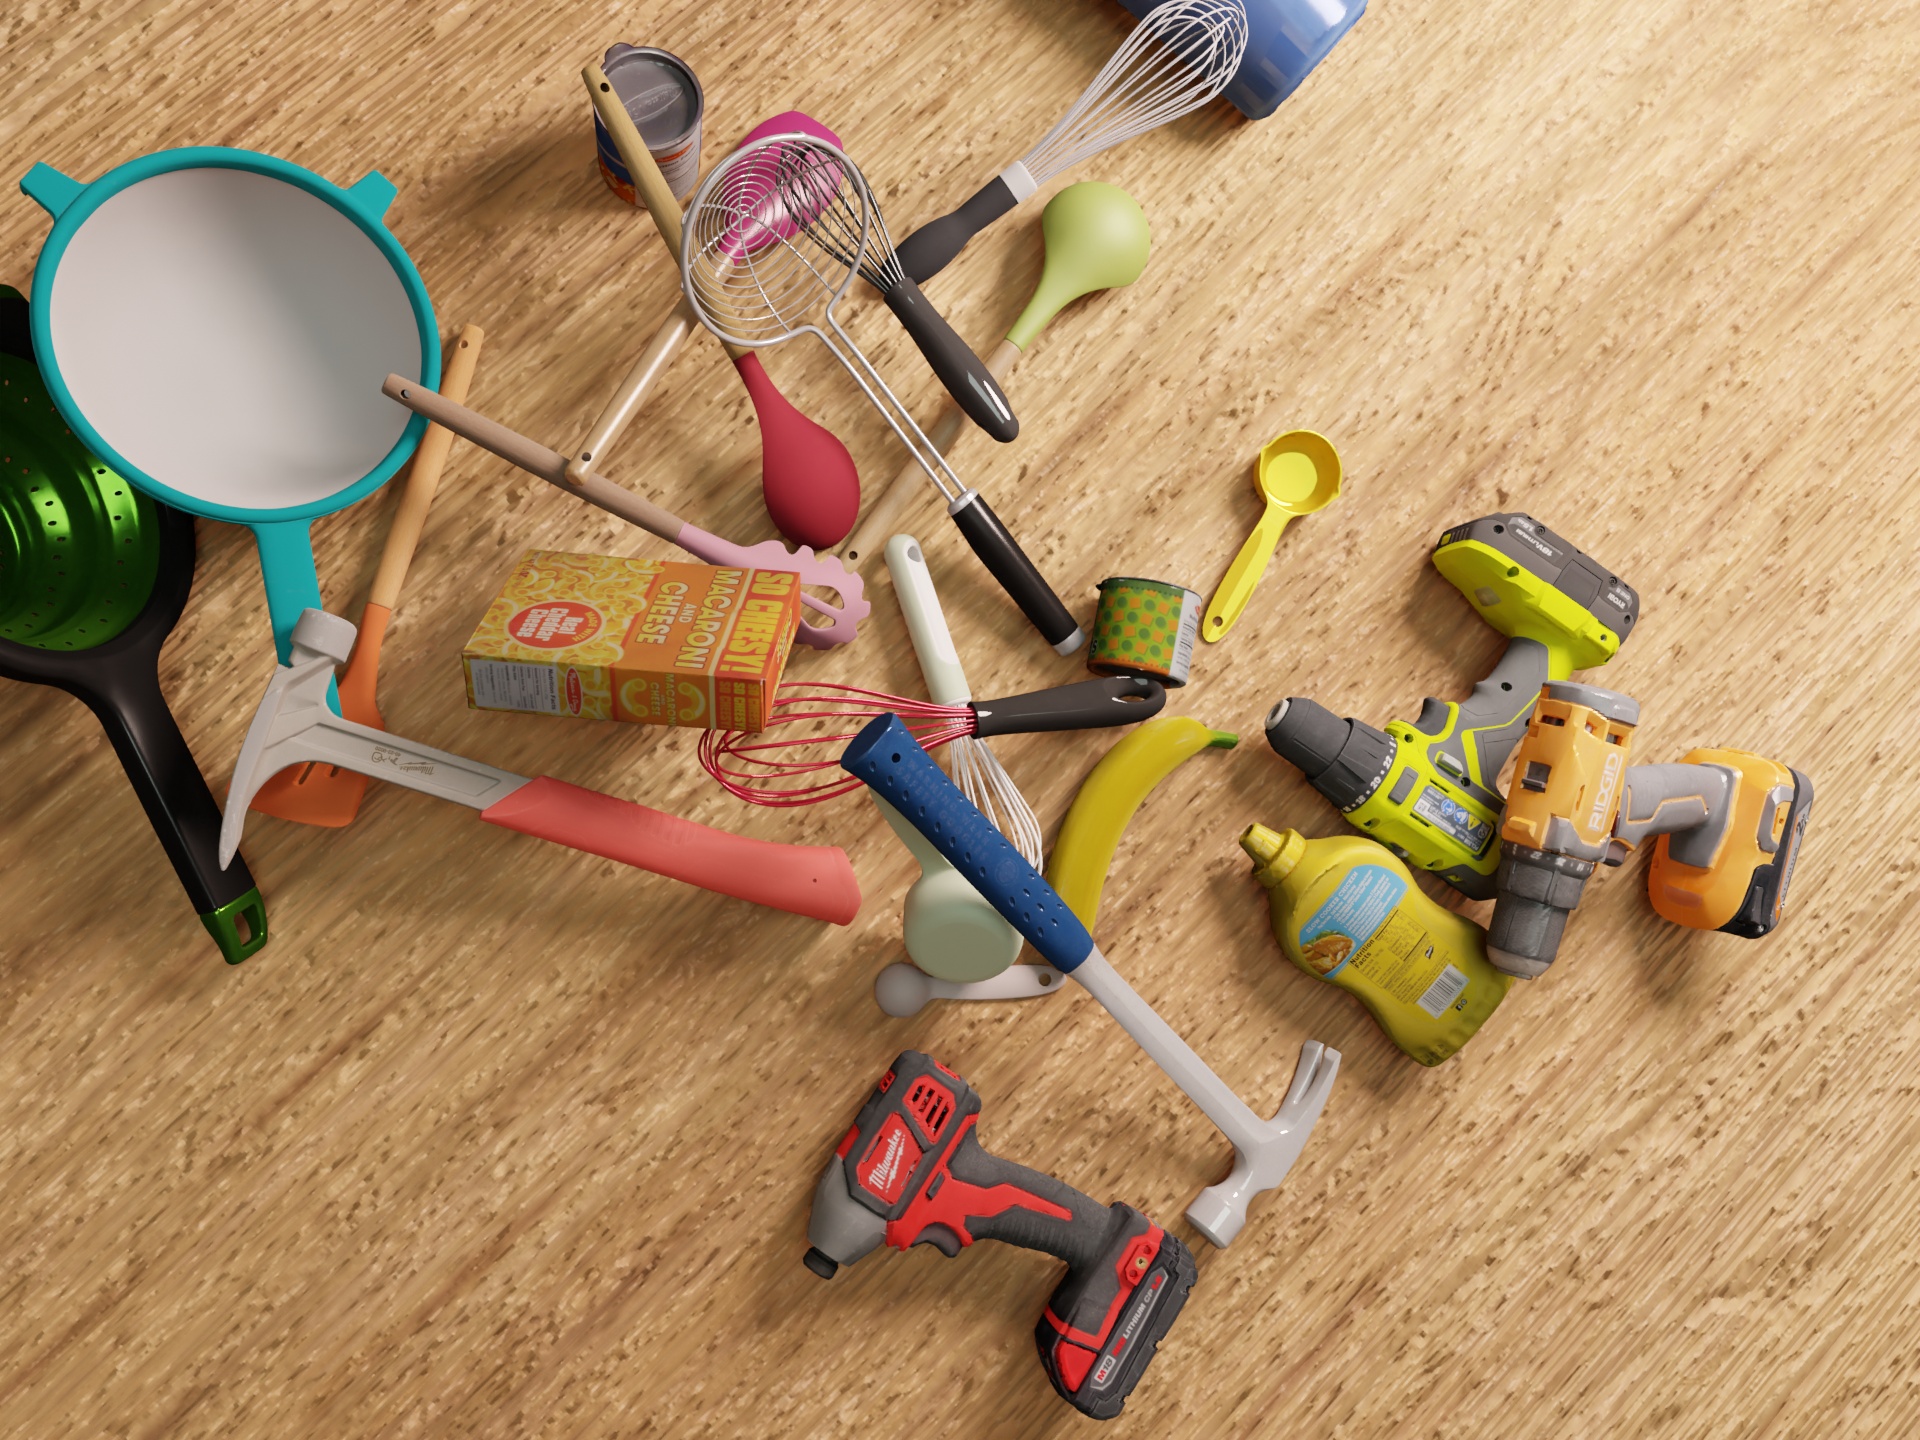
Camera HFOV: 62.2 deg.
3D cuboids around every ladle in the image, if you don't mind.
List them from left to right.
[{"bbox_3d":[-0.144,-0.246,0.966,0.069,0.031,0.315,-36,109,-26],"label":"ladle"},{"bbox_3d":[0.016,-0.222,1.042,0.078,0.062,0.320,37,86,-6],"label":"ladle"}]

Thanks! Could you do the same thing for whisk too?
[{"bbox_3d":[-0.038,-0.272,1.000,0.055,0.055,0.239,-37,88,-12],"label":"whisk"},{"bbox_3d":[-0.011,0.003,0.955,0.295,0.073,0.073,-8,85,-18],"label":"whisk"},{"bbox_3d":[-0.002,-0.003,1.006,0.057,0.059,0.246,-10,79,-50],"label":"whisk"},{"bbox_3d":[0.064,-0.365,1.021,0.284,0.070,0.070,-35,91,10],"label":"whisk"}]

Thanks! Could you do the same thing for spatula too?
[{"bbox_3d":[-0.345,-0.093,0.955,0.081,0.041,0.323,13,80,8],"label":"spatula"}]

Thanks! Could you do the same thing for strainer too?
[{"bbox_3d":[-0.408,-0.149,0.923,0.211,0.095,0.340,-11,94,-33],"label":"strainer"}]

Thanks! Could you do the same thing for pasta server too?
[{"bbox_3d":[-0.195,-0.126,0.959,0.316,0.040,0.060,27,94,-15],"label":"pasta server"}]

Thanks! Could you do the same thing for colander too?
[{"bbox_3d":[-0.509,-0.037,0.892,0.094,0.204,0.397,-15,104,22],"label":"colander"}]

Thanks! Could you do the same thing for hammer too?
[{"bbox_3d":[-0.228,0.064,0.923,0.359,0.037,0.149,20,79,-20],"label":"hammer"},{"bbox_3d":[0.081,0.144,0.954,0.144,0.035,0.405,-48,111,-14],"label":"hammer"}]

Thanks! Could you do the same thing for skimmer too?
[{"bbox_3d":[-0.028,-0.180,0.959,0.127,0.090,0.363,-41,106,-8],"label":"skimmer"}]

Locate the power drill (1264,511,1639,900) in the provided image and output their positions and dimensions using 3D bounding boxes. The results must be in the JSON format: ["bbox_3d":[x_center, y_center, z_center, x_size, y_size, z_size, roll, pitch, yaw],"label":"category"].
[{"bbox_3d":[0.325,-0.020,1.052,0.190,0.080,0.228,33,82,-6],"label":"power drill"}]

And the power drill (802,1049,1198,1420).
[{"bbox_3d":[0.018,0.315,0.960,0.219,0.078,0.143,35,79,-2],"label":"power drill"}]

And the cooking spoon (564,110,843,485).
[{"bbox_3d":[-0.158,-0.268,0.987,0.068,0.017,0.319,30,65,-8],"label":"cooking spoon"}]

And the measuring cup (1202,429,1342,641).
[{"bbox_3d":[0.201,-0.123,1.072,0.062,0.029,0.156,29,91,-6],"label":"measuring cup"}]

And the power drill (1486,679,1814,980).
[{"bbox_3d":[0.433,0.085,1.020,0.226,0.084,0.185,14,92,-30],"label":"power drill"}]

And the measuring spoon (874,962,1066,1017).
[{"bbox_3d":[0.008,0.167,1.002,0.124,0.018,0.034,-3,84,-11],"label":"measuring spoon"}]

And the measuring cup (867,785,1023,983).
[{"bbox_3d":[-0.017,0.097,0.947,0.083,0.038,0.167,-17,128,17],"label":"measuring cup"}]
